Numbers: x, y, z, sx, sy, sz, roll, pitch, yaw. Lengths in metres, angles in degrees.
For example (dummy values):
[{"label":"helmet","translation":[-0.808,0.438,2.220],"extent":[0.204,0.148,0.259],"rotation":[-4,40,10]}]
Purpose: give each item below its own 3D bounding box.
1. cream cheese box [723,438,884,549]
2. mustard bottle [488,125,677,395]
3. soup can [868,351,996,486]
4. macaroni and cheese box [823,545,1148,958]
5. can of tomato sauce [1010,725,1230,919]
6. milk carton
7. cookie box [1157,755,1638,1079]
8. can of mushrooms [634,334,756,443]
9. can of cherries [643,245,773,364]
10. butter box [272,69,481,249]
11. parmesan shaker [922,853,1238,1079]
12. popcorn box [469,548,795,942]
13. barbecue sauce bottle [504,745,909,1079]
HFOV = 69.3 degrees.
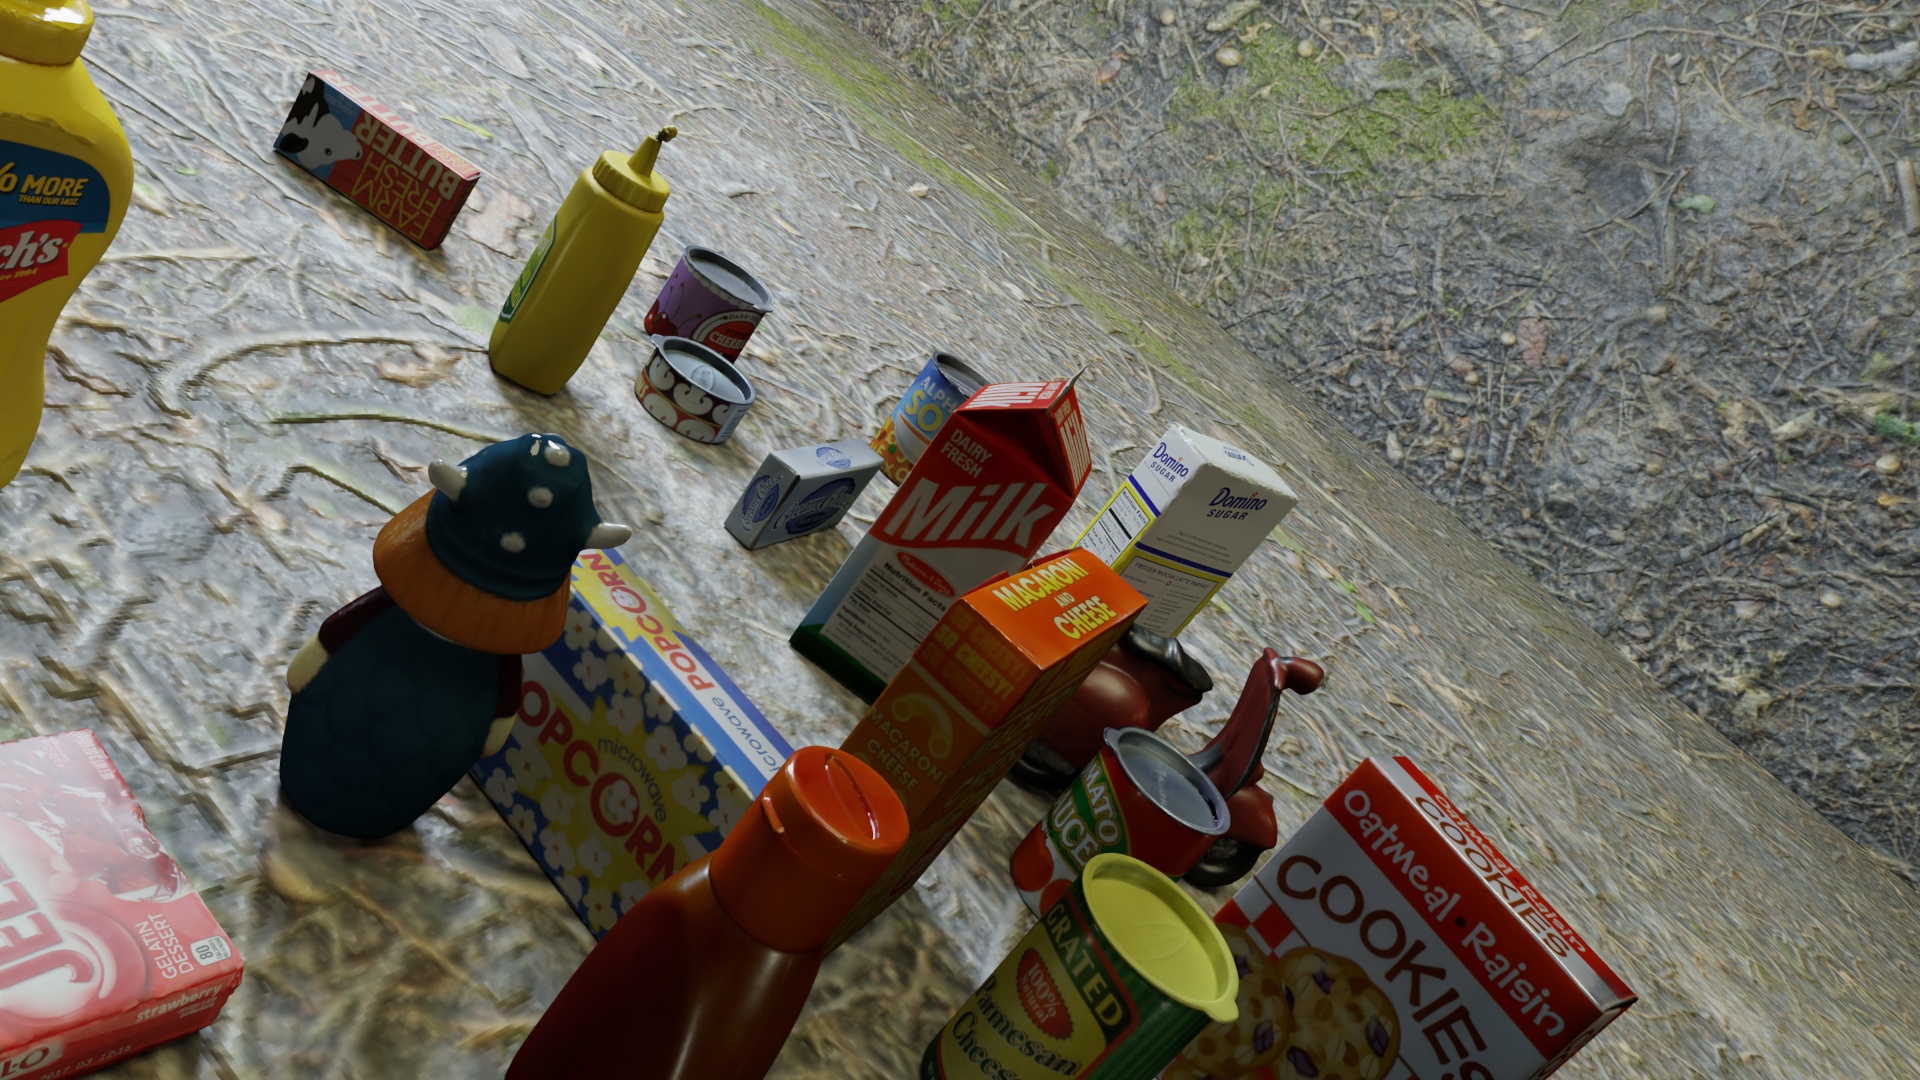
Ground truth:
[{"label":"cream cheese box","translation":[-0.087,-0.028,0.785],"extent":[0.024,0.053,0.104],"rotation":[42,21,13]},{"label":"mustard bottle","translation":[-0.194,-0.154,0.732],"extent":[0.049,0.159,0.065],"rotation":[26,23,-28]},{"label":"soup can","translation":[-0.015,-0.078,0.963],"extent":[0.071,0.083,0.071],"rotation":[32,21,-14]},{"label":"macaroni and cheese box","translation":[-0.011,0.081,0.513],"extent":[0.040,0.166,0.124],"rotation":[42,21,13]},{"label":"can of tomato sauce","translation":[0.071,0.137,0.642],"extent":[0.071,0.082,0.071],"rotation":[32,21,-14]},{"label":"milk carton","translation":[0.002,-0.009,0.692],"extent":[0.073,0.190,0.072],"rotation":[37,20,0]},{"label":"cookie box","translation":[0.158,0.187,0.555],"extent":[0.040,0.167,0.123],"rotation":[12,32,-49]},{"label":"can of mushrooms","translation":[-0.161,-0.091,0.831],"extent":[0.071,0.033,0.071],"rotation":[32,21,-14]},{"label":"can of cherries","translation":[-0.165,-0.150,0.915],"extent":[0.071,0.058,0.072],"rotation":[32,21,-14]},{"label":"butter box","translation":[-0.334,-0.218,0.798],"extent":[0.103,0.053,0.024],"rotation":[34,20,-8]},{"label":"parmesan shaker","translation":[0.042,0.172,0.492],"extent":[0.071,0.102,0.071],"rotation":[32,21,-14]},{"label":"popcorn box","translation":[-0.117,0.073,0.477],"extent":[0.127,0.085,0.038],"rotation":[44,21,20]},{"label":"barbecue sauce bottle","translation":[-0.069,0.118,0.367],"extent":[0.043,0.148,0.065],"rotation":[18,28,-42]}]
